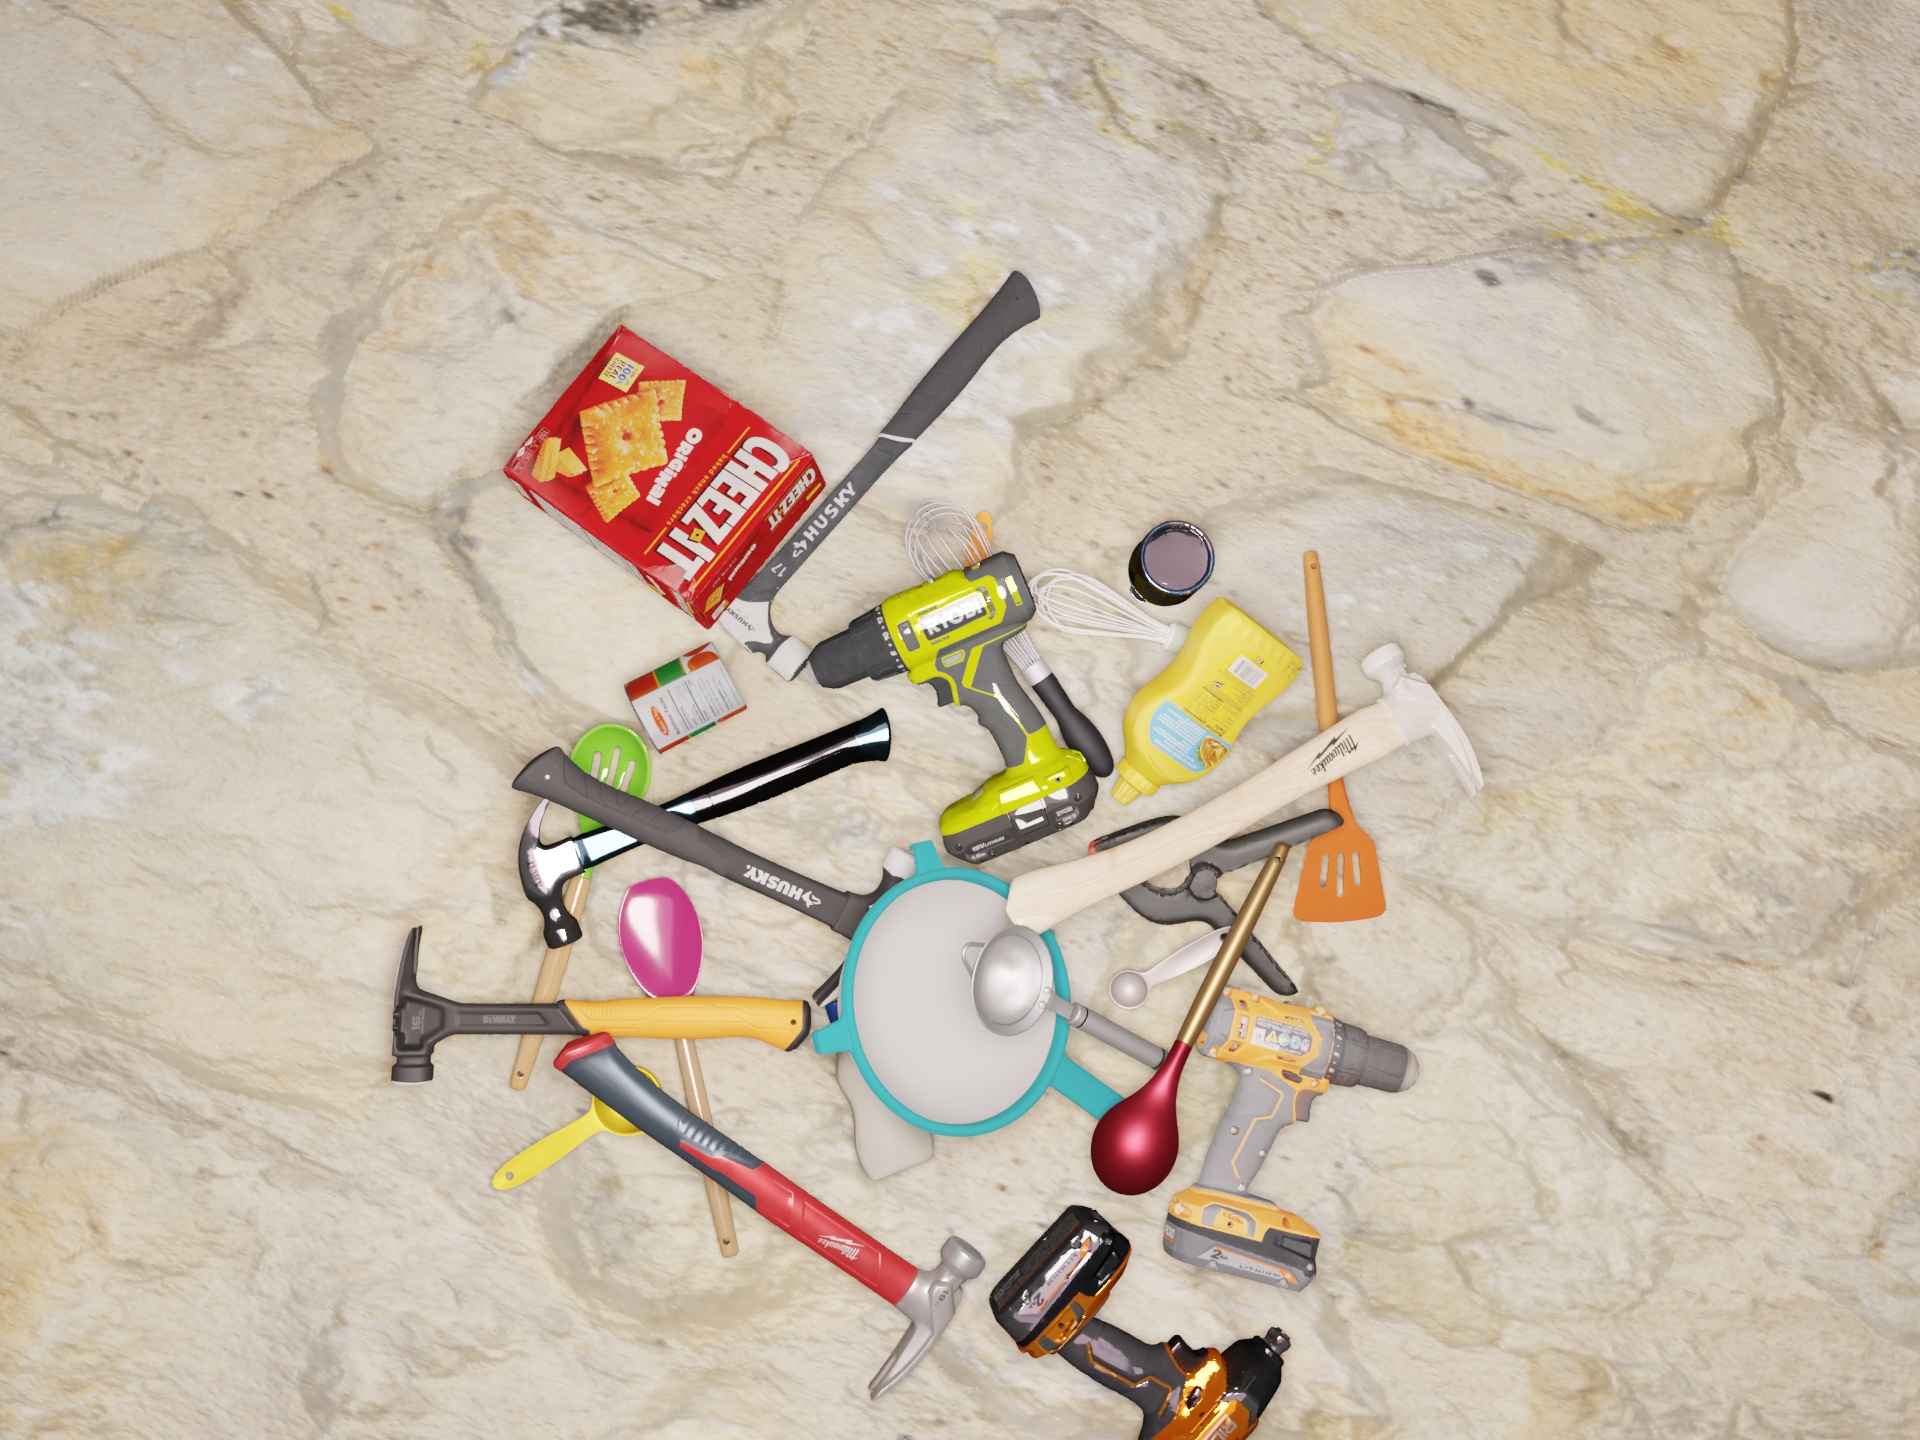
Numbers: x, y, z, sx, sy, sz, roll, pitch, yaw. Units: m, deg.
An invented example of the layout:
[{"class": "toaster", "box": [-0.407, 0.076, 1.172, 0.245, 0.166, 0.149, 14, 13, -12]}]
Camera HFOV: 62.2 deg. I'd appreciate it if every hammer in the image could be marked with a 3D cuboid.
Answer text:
[{"class": "hammer", "box": [-0.172, 0.389, 1.285, 0.386, 0.038, 0.143, 37, 85, -8]}, {"class": "hammer", "box": [-0.073, -0.233, 1.382, 0.149, 0.036, 0.409, 40, 83, 2]}, {"class": "hammer", "box": [0.227, 0.083, 1.304, 0.410, 0.038, 0.146, -26, 69, -10]}, {"class": "hammer", "box": [-0.291, 0.236, 1.303, 0.337, 0.034, 0.127, 2, 85, -5]}, {"class": "hammer", "box": [-0.204, 0.113, 1.296, 0.334, 0.035, 0.146, 27, 88, -16]}, {"class": "hammer", "box": [-0.209, 0.069, 1.328, 0.331, 0.033, 0.128, -22, 96, -11]}]

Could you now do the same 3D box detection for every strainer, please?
[{"class": "strainer", "box": [0.085, 0.235, 1.279, 0.258, 0.050, 0.087, 32, 70, -28]}, {"class": "strainer", "box": [0.027, 0.267, 1.315, 0.340, 0.095, 0.211, 38, 61, -20]}]

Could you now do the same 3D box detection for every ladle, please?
[{"class": "ladle", "box": [0.195, 0.241, 1.297, 0.069, 0.031, 0.315, 27, 82, 8]}]

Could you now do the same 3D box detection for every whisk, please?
[{"class": "whisk", "box": [0.173, -0.076, 1.373, 0.246, 0.059, 0.058, 19, 56, -5]}, {"class": "whisk", "box": [0.047, -0.069, 1.355, 0.070, 0.070, 0.284, -36, 95, -6]}]

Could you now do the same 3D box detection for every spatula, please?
[{"class": "spatula", "box": [0.318, 0.012, 1.383, 0.081, 0.041, 0.323, -3, 80, -2]}]

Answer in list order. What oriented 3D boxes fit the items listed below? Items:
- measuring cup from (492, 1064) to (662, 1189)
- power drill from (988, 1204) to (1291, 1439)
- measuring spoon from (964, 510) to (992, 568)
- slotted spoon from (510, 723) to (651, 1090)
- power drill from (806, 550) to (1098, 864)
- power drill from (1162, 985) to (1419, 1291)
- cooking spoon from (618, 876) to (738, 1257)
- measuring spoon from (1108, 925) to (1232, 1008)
[{"class": "measuring cup", "box": [-0.316, 0.340, 1.317, 0.156, 0.029, 0.062, -32, 87, -3]}, {"class": "power drill", "box": [0.153, 0.505, 1.298, 0.226, 0.084, 0.164, 45, 83, -2]}, {"class": "measuring spoon", "box": [0.011, -0.127, 1.388, 0.021, 0.011, 0.117, 12, 80, -10]}, {"class": "slotted spoon", "box": [-0.327, 0.155, 1.334, 0.070, 0.031, 0.314, 16, 86, -3]}, {"class": "power drill", "box": [-0.002, -0.004, 1.309, 0.190, 0.080, 0.228, -23, 100, 6]}, {"class": "power drill", "box": [0.273, 0.348, 1.320, 0.185, 0.084, 0.226, 15, 79, -2]}, {"class": "cooking spoon", "box": [-0.227, 0.289, 1.329, 0.068, 0.017, 0.319, -13, 85, -7]}, {"class": "measuring spoon", "box": [0.182, 0.205, 1.347, 0.124, 0.018, 0.034, -30, 94, 8]}]
